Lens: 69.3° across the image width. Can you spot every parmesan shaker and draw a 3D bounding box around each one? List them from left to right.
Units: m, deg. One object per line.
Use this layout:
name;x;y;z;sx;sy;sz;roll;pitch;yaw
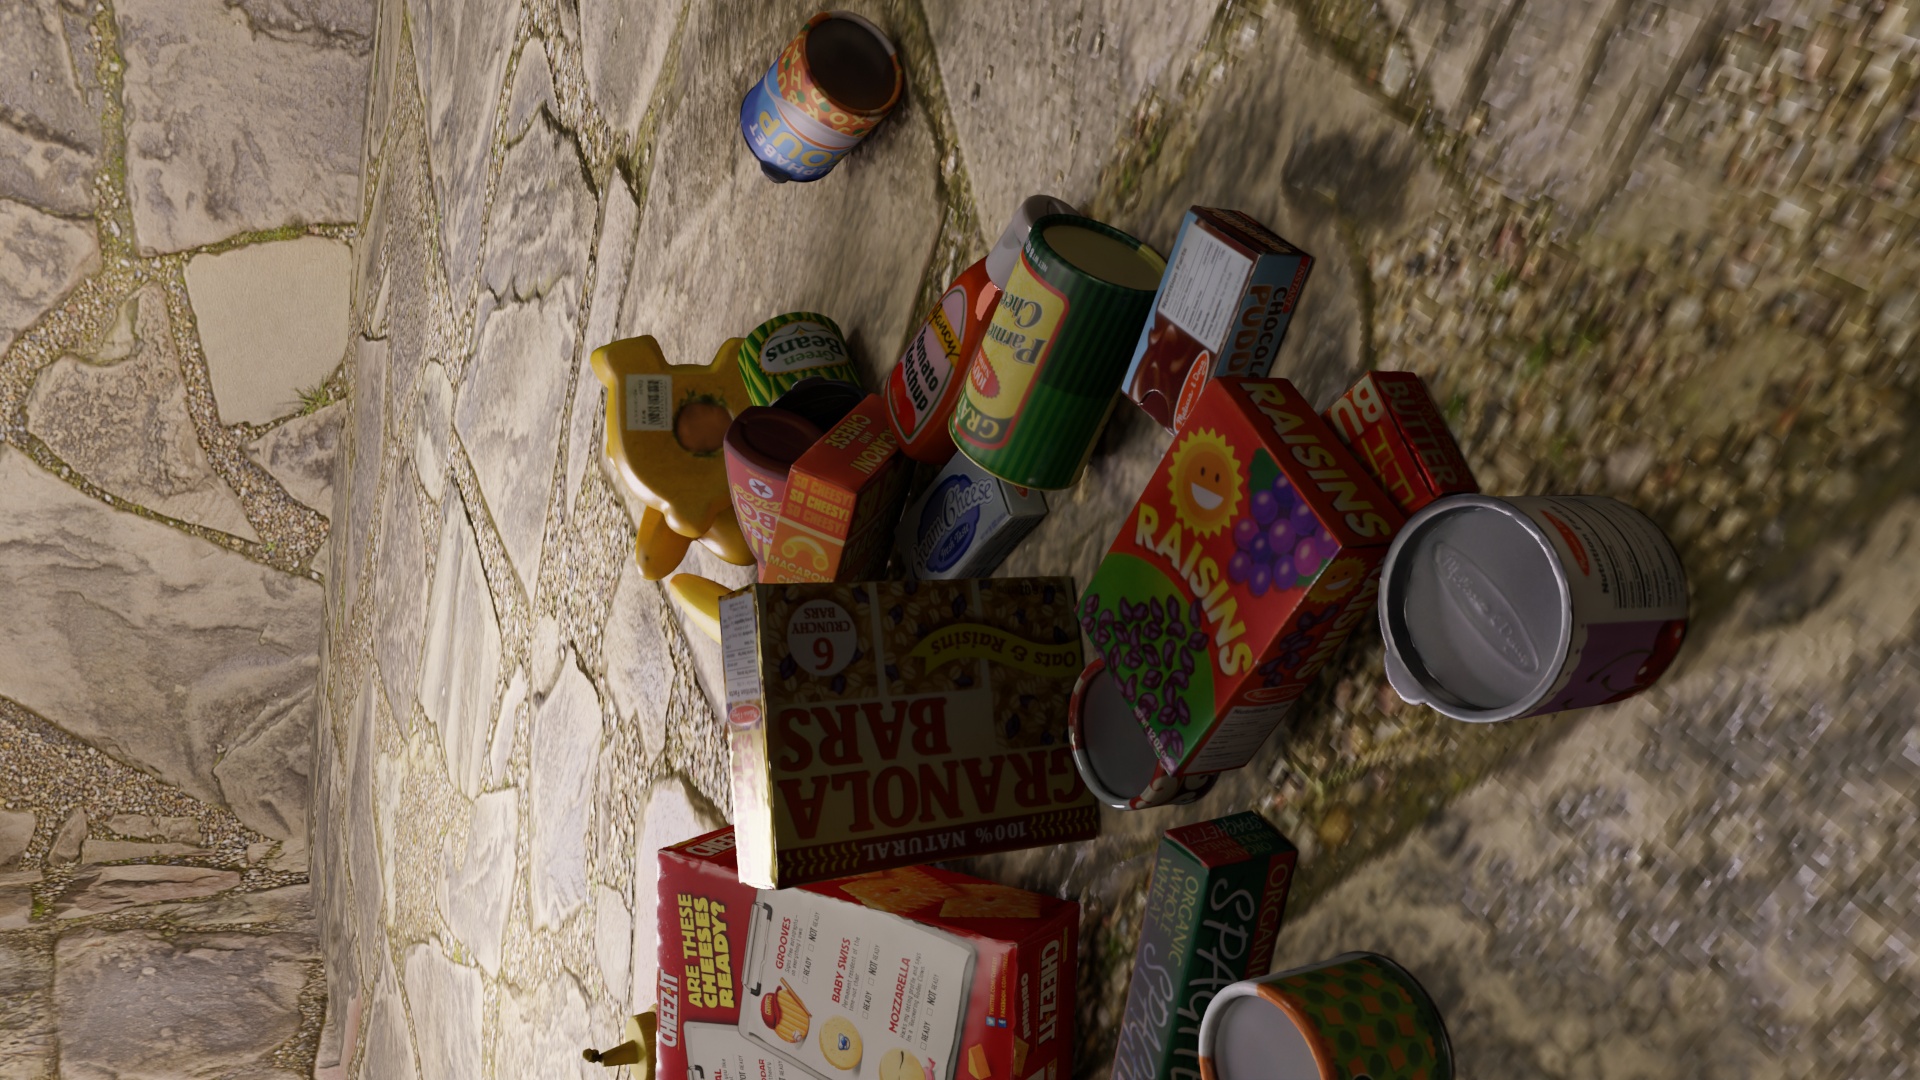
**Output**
parmesan shaker;0.042;-0.084;0.609;0.071;0.071;0.102;57;136;40

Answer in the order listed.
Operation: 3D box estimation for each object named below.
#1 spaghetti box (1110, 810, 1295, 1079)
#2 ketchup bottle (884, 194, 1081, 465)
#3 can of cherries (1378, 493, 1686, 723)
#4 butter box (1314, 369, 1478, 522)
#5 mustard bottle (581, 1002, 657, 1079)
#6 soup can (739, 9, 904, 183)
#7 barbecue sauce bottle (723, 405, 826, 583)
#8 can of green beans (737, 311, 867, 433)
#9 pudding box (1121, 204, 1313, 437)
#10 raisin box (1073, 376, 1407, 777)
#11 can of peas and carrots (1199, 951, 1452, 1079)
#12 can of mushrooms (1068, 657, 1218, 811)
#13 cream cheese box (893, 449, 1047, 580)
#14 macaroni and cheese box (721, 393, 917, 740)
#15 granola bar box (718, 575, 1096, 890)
spaghetti box;0.084;0.230;0.563;0.029;0.050;0.249;29;115;52
ketchup bottle;0.012;-0.103;0.677;0.148;0.043;0.065;-51;43;45
can of cherries;0.169;0.020;0.417;0.071;0.058;0.071;5;95;57
butter box;0.133;-0.012;0.503;0.103;0.024;0.053;-48;53;47
mustard bottle;-0.145;0.292;0.825;0.065;0.161;0.049;-53;50;46
soup can;-0.081;-0.251;0.797;0.083;0.071;0.071;-23;71;56
barbecue sauce bottle;-0.104;-0.014;0.822;0.065;0.044;0.147;25;147;12
can of green beans;-0.093;-0.093;0.823;0.071;0.071;0.058;-56;46;42
pudding box;0.100;-0.084;0.550;0.050;0.030;0.083;48;130;45
raisin box;0.097;0.014;0.500;0.086;0.040;0.122;62;141;37
can of peas and carrots;0.127;0.184;0.485;0.071;0.059;0.071;4;94;58
can of mushrooms;0.077;0.078;0.586;0.071;0.033;0.071;3;93;59
cream cheese box;0.003;-0.009;0.711;0.103;0.024;0.053;-49;51;47
macaroni and cheese box;-0.070;0.018;0.748;0.124;0.040;0.165;-55;-15;-62
granola bar box;-0.019;0.080;0.615;0.039;0.166;0.124;-17;76;56
